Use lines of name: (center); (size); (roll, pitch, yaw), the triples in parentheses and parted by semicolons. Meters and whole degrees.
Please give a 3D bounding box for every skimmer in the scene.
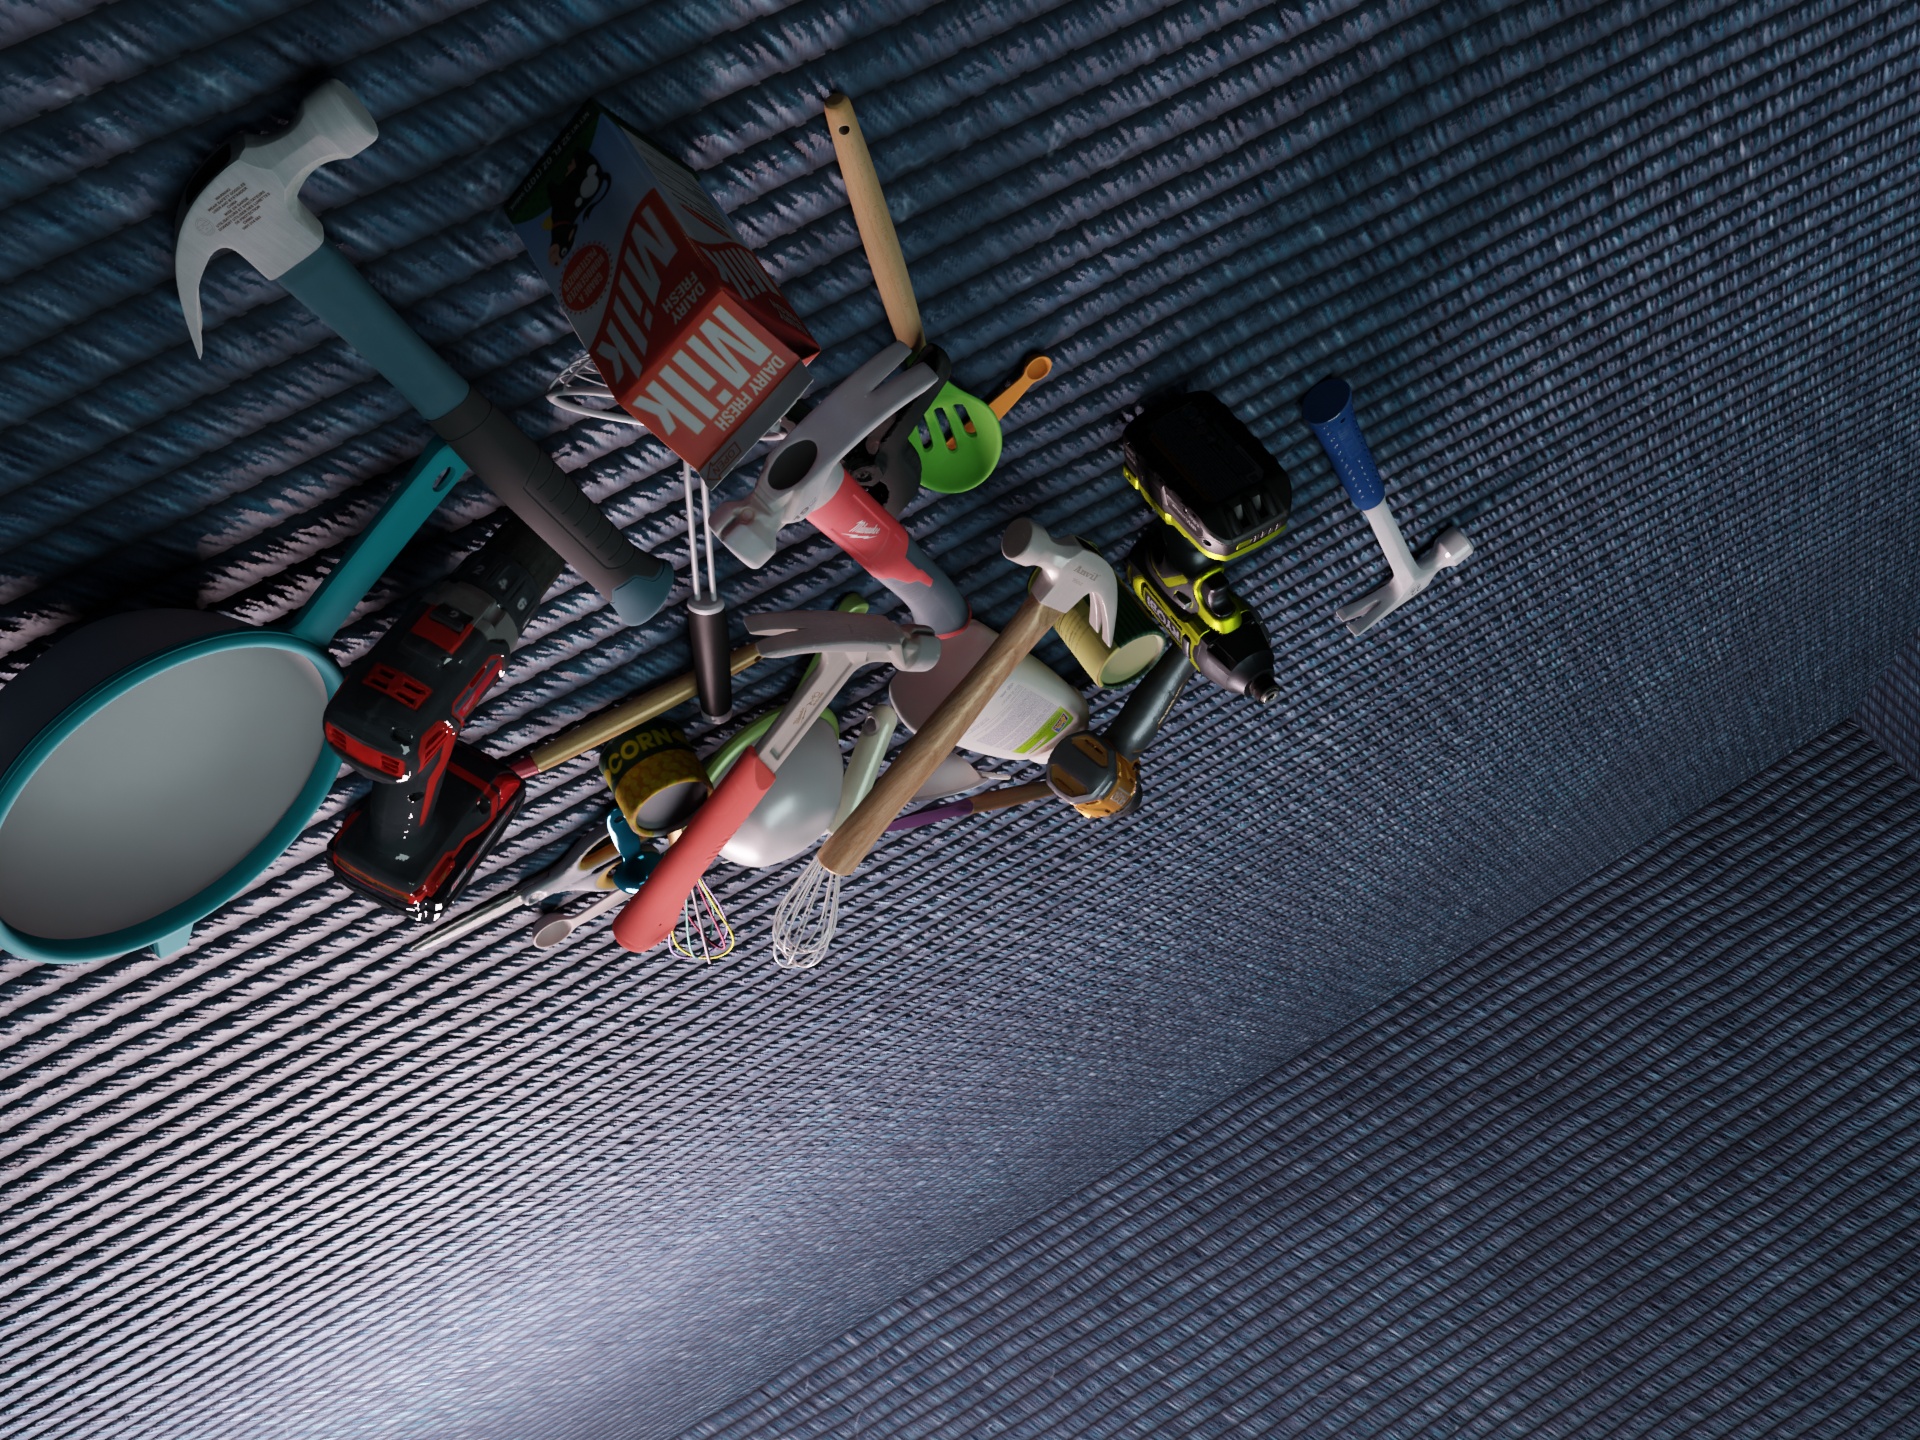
skimmer: (-0.164, -0.089, 0.955); (0.127, 0.090, 0.363); (8, 144, 1)

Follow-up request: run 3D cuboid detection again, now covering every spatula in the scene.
spatula: (0.017, 0.075, 1.424); (0.060, 0.018, 0.315); (-23, 172, 32)

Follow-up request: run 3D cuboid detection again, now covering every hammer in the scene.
hammer: (-0.162, 0.052, 1.102); (0.149, 0.037, 0.359); (-1, 142, -44)
hammer: (-0.244, -0.150, 0.787); (0.128, 0.033, 0.330); (-30, 140, 8)
hammer: (-0.002, -0.004, 1.193); (0.130, 0.031, 0.331); (18, 121, -41)
hammer: (0.365, -0.188, 1.419); (0.144, 0.035, 0.405); (-39, 151, 9)
hammer: (-0.035, -0.118, 1.013); (0.143, 0.038, 0.386); (-44, 166, 4)

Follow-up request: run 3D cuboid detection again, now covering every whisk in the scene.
whisk: (-0.217, 0.128, 1.297); (0.051, 0.047, 0.244); (-54, 160, -34)
whisk: (-0.101, 0.098, 1.306); (0.059, 0.058, 0.246); (2, 115, -48)

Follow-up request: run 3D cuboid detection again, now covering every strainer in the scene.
strainer: (-0.113, 0.023, 1.196); (0.151, 0.069, 0.256); (-14, 142, -50)
strainer: (-0.395, -0.034, 0.834); (0.340, 0.095, 0.211); (-52, 163, -5)
strainer: (-0.082, 0.072, 1.353); (0.258, 0.050, 0.087); (-21, -170, -12)

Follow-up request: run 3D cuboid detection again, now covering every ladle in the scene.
ladle: (-0.269, 0.017, 1.093); (0.315, 0.031, 0.069); (-28, 151, -14)

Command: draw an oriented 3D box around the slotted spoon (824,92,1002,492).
slotted spoon: (-0.032, -0.241, 0.940); (0.070, 0.031, 0.313); (-16, 149, 4)

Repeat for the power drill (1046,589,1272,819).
power drill: (0.175, -0.008, 1.398); (0.226, 0.084, 0.185); (-52, 159, 2)

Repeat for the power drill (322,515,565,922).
power drill: (-0.296, -0.004, 0.931); (0.188, 0.080, 0.226); (-63, -179, -39)

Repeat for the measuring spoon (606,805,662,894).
measuring spoon: (-0.248, 0.102, 1.207); (0.042, 0.021, 0.128); (-27, 154, -15)

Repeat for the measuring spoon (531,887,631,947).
measuring spoon: (-0.290, 0.143, 1.278); (0.124, 0.018, 0.034); (-30, 152, -21)

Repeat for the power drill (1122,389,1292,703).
power drill: (0.189, -0.123, 1.202); (0.080, 0.171, 0.223); (-29, 148, -10)

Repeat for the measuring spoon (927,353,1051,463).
measuring spoon: (0.015, -0.204, 1.064); (0.117, 0.011, 0.021); (-41, 145, 20)
